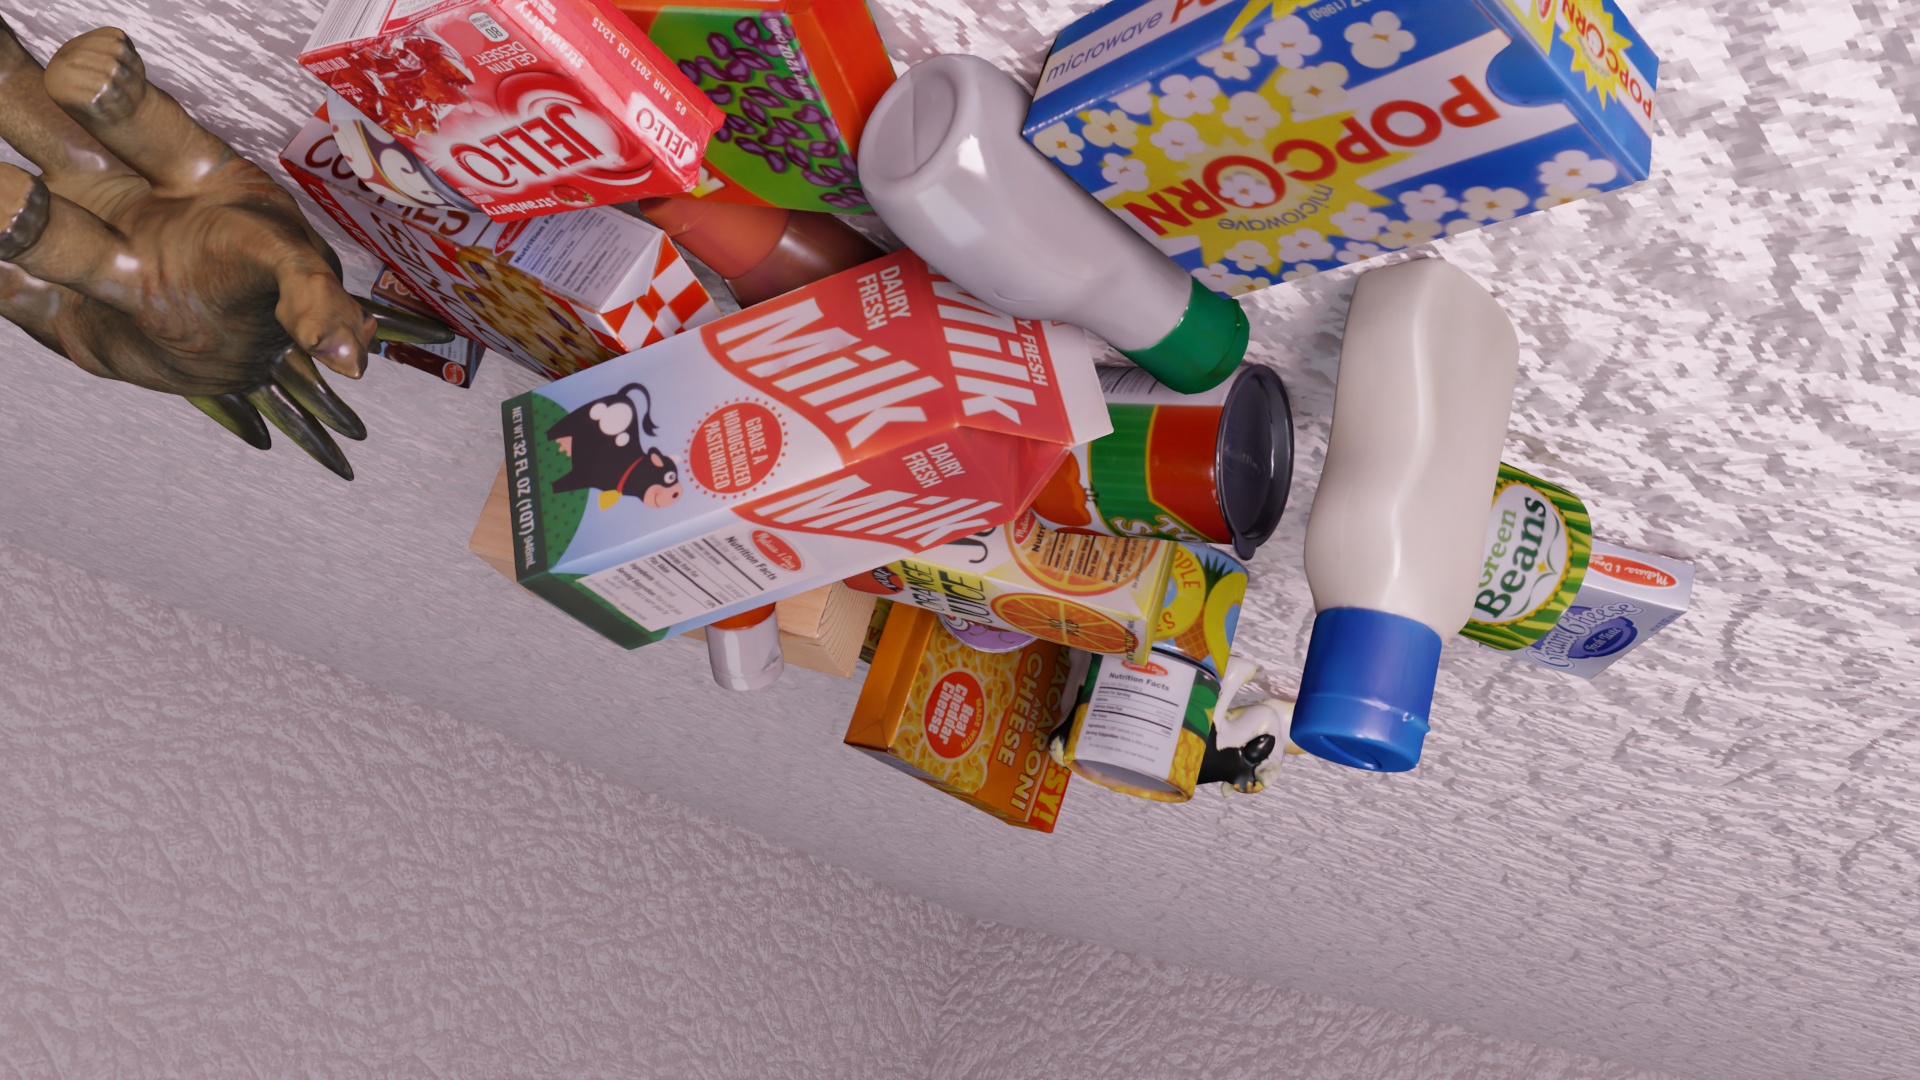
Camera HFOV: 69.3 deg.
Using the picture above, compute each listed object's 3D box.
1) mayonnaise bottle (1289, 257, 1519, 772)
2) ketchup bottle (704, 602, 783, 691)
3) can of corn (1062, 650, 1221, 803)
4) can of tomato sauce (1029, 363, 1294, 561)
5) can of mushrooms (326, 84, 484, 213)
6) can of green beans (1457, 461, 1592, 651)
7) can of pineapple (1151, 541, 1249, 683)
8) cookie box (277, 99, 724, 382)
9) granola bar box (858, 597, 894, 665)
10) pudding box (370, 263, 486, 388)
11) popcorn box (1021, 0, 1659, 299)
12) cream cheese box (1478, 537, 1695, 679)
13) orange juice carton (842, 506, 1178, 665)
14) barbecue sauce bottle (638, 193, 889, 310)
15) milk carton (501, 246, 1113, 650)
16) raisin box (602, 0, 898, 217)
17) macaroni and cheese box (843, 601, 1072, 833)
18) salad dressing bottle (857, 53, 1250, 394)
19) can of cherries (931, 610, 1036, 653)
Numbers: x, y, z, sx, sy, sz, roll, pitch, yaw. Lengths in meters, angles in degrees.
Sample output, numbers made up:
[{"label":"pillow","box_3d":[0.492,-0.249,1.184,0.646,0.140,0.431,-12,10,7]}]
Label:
[{"label":"mayonnaise bottle","box_3d":[0.130,-0.007,0.413,0.041,0.148,0.064,-4,151,47]},{"label":"ketchup bottle","box_3d":[-0.113,0.002,0.676,0.043,0.065,0.148,10,120,25]},{"label":"can of corn","box_3d":[0.090,0.092,0.684,0.071,0.058,0.071,17,161,6]},{"label":"can of tomato sauce","box_3d":[0.073,-0.031,0.521,0.083,0.071,0.071,4,157,35]},{"label":"can of mushrooms","box_3d":[-0.161,-0.136,0.439,0.033,0.071,0.071,9,159,25]},{"label":"can of green beans","box_3d":[0.188,0.001,0.514,0.058,0.071,0.071,21,161,-11]},{"label":"can of pineapple","box_3d":[0.106,0.036,0.698,0.071,0.058,0.070,16,161,6]},{"label":"cookie box","box_3d":[-0.160,-0.096,0.530,0.168,0.040,0.122,27,166,24]},{"label":"granola bar box","box_3d":[-0.026,0.075,0.923,0.124,0.039,0.165,18,166,44]},{"label":"pudding box","box_3d":[-0.253,-0.105,0.666,0.049,0.030,0.083,22,161,-16]},{"label":"popcorn box","box_3d":[0.088,-0.108,0.340,0.085,0.038,0.126,31,157,-32]},{"label":"cream cheese box","box_3d":[0.263,0.029,0.591,0.053,0.024,0.103,16,161,9]},{"label":"orange juice carton","box_3d":[0.002,-0.008,0.644,0.193,0.073,0.071,14,161,12]},{"label":"barbecue sauce bottle","box_3d":[-0.049,-0.090,0.506,0.065,0.044,0.148,-4,151,43]},{"label":"milk carton","box_3d":[-0.048,-0.034,0.464,0.190,0.072,0.073,-18,153,9]},{"label":"raisin box","box_3d":[-0.085,-0.140,0.404,0.123,0.040,0.086,10,159,20]},{"label":"macaroni and cheese box","box_3d":[0.014,0.094,0.842,0.040,0.124,0.166,4,157,41]},{"label":"salad dressing bottle","box_3d":[0.035,-0.087,0.417,0.044,0.064,0.147,-23,148,35]},{"label":"can of cherries","box_3d":[0.017,0.019,0.715,0.071,0.072,0.058,16,161,4]}]
